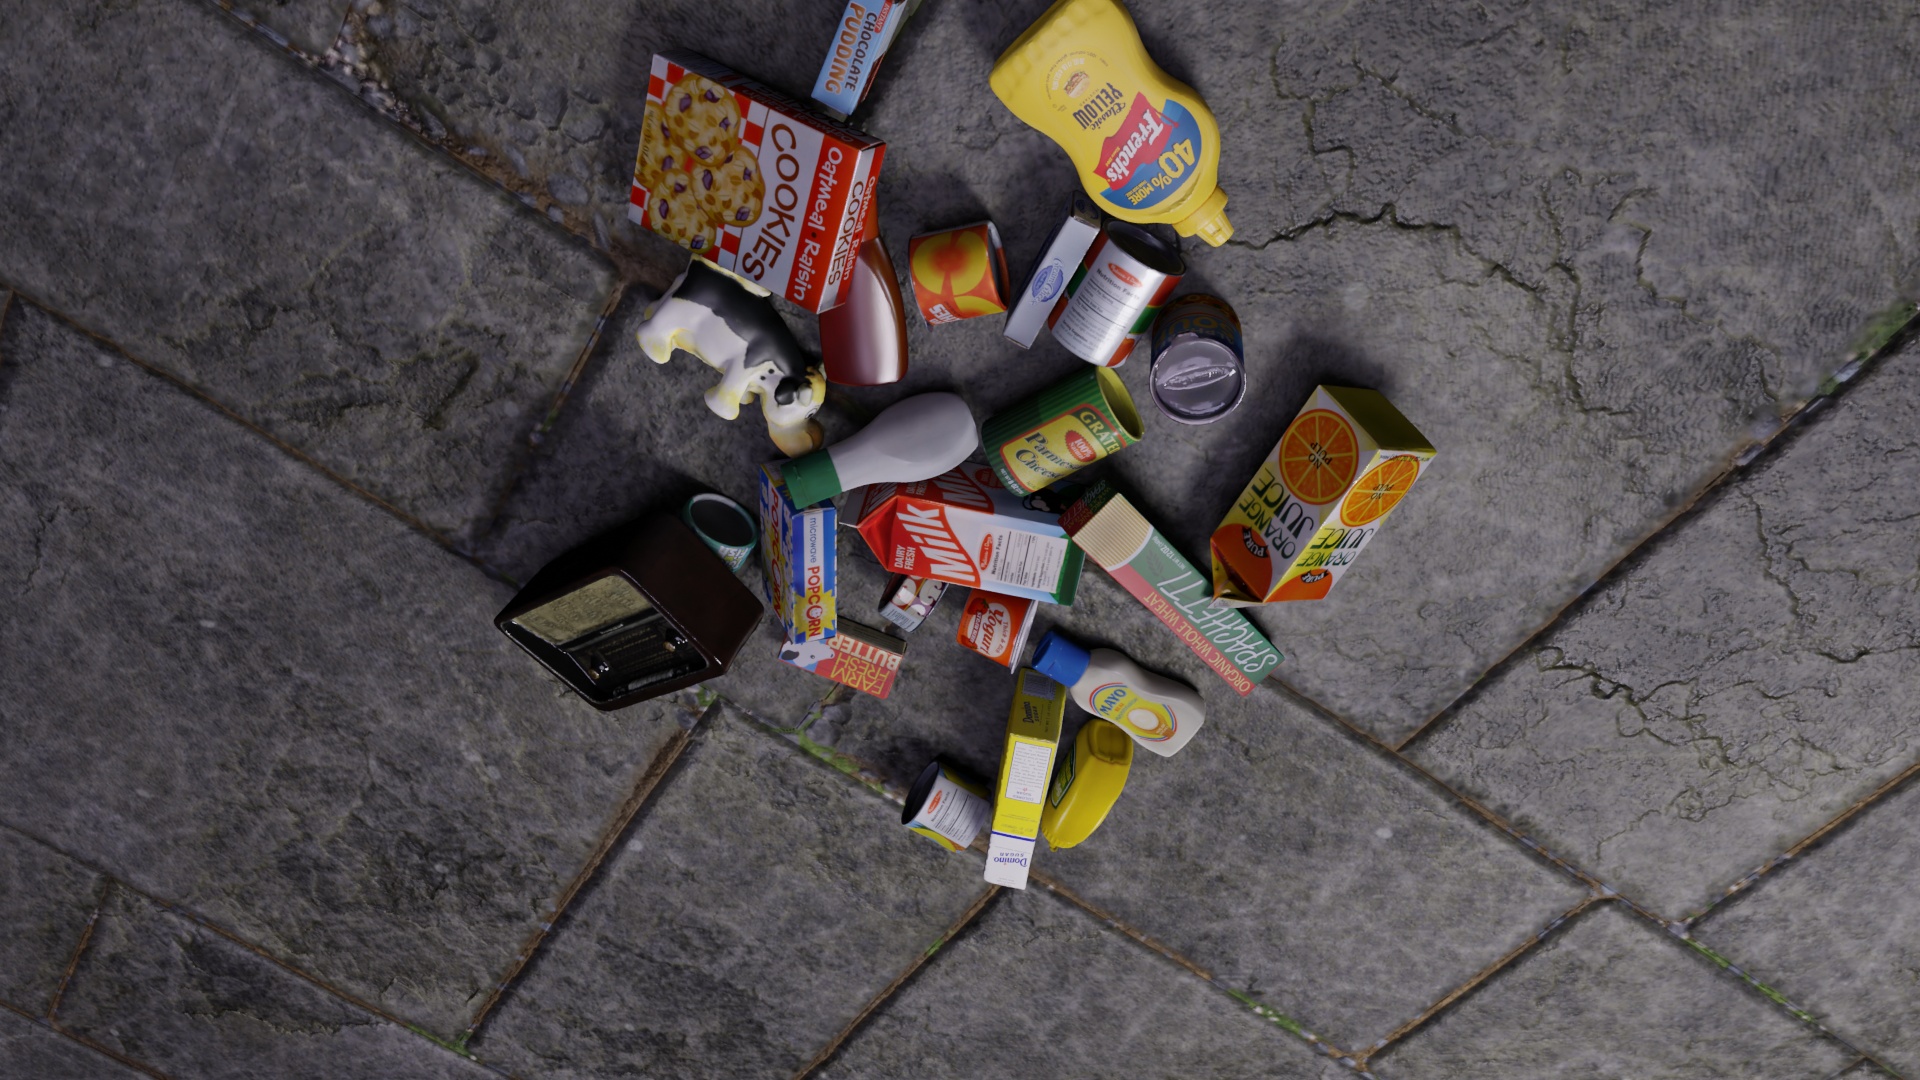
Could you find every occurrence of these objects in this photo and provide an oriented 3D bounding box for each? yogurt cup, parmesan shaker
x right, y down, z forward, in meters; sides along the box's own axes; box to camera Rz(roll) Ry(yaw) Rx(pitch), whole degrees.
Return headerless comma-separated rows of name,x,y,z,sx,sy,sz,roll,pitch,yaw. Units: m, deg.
yogurt cup,0.030,0.066,1.143,0.054,0.073,0.072,18,123,7
parmesan shaker,0.077,-0.081,1.042,0.103,0.072,0.071,-27,114,23

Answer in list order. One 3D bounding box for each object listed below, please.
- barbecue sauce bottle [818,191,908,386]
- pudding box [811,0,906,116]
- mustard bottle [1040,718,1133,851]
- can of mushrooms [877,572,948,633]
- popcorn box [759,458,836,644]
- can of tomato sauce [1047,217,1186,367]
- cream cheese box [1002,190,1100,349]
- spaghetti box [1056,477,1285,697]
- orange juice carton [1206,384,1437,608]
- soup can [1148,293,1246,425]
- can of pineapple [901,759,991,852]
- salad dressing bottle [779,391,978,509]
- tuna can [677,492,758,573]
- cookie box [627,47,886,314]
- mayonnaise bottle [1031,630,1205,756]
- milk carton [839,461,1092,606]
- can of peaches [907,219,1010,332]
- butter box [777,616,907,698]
barbecue sauce bottle,-0.074,-0.187,1.013,0.065,0.044,0.147,1,121,8
pudding box,-0.066,-0.329,0.919,0.030,0.050,0.083,26,122,-6
mustard bottle,0.105,0.229,1.233,0.049,0.066,0.159,17,127,-7
can of mushrooms,-0.036,0.037,1.135,0.033,0.071,0.070,32,121,-10
popcorn box,-0.131,0.008,1.116,0.038,0.085,0.126,-12,126,-22
can of tomato sauce,0.110,-0.174,0.980,0.071,0.071,0.082,27,122,-8
cream cheese box,0.064,-0.191,0.982,0.024,0.054,0.103,26,122,-10
spaghetti box,0.170,0.042,1.080,0.050,0.029,0.249,-44,124,7
orange juice carton,0.257,-0.018,1.033,0.072,0.073,0.191,0,133,-39
soup can,0.167,-0.132,0.984,0.071,0.084,0.071,4,122,6
can of pineapple,-0.013,0.241,1.258,0.058,0.071,0.070,31,121,-10
salad dressing bottle,-0.062,-0.066,1.051,0.148,0.064,0.043,-21,158,-8
tuna can,-0.200,-0.004,1.131,0.071,0.071,0.032,31,121,-10
cookie box,-0.143,-0.248,0.961,0.167,0.040,0.122,28,123,13
mayonnaise bottle,0.131,0.126,1.176,0.148,0.041,0.064,29,123,-10
milk carton,0.004,-0.014,1.092,0.191,0.073,0.073,11,123,1
can of peaches,0.000,-0.188,0.986,0.058,0.071,0.071,-9,120,14
butter box,-0.102,0.096,1.205,0.103,0.024,0.052,21,122,-4
